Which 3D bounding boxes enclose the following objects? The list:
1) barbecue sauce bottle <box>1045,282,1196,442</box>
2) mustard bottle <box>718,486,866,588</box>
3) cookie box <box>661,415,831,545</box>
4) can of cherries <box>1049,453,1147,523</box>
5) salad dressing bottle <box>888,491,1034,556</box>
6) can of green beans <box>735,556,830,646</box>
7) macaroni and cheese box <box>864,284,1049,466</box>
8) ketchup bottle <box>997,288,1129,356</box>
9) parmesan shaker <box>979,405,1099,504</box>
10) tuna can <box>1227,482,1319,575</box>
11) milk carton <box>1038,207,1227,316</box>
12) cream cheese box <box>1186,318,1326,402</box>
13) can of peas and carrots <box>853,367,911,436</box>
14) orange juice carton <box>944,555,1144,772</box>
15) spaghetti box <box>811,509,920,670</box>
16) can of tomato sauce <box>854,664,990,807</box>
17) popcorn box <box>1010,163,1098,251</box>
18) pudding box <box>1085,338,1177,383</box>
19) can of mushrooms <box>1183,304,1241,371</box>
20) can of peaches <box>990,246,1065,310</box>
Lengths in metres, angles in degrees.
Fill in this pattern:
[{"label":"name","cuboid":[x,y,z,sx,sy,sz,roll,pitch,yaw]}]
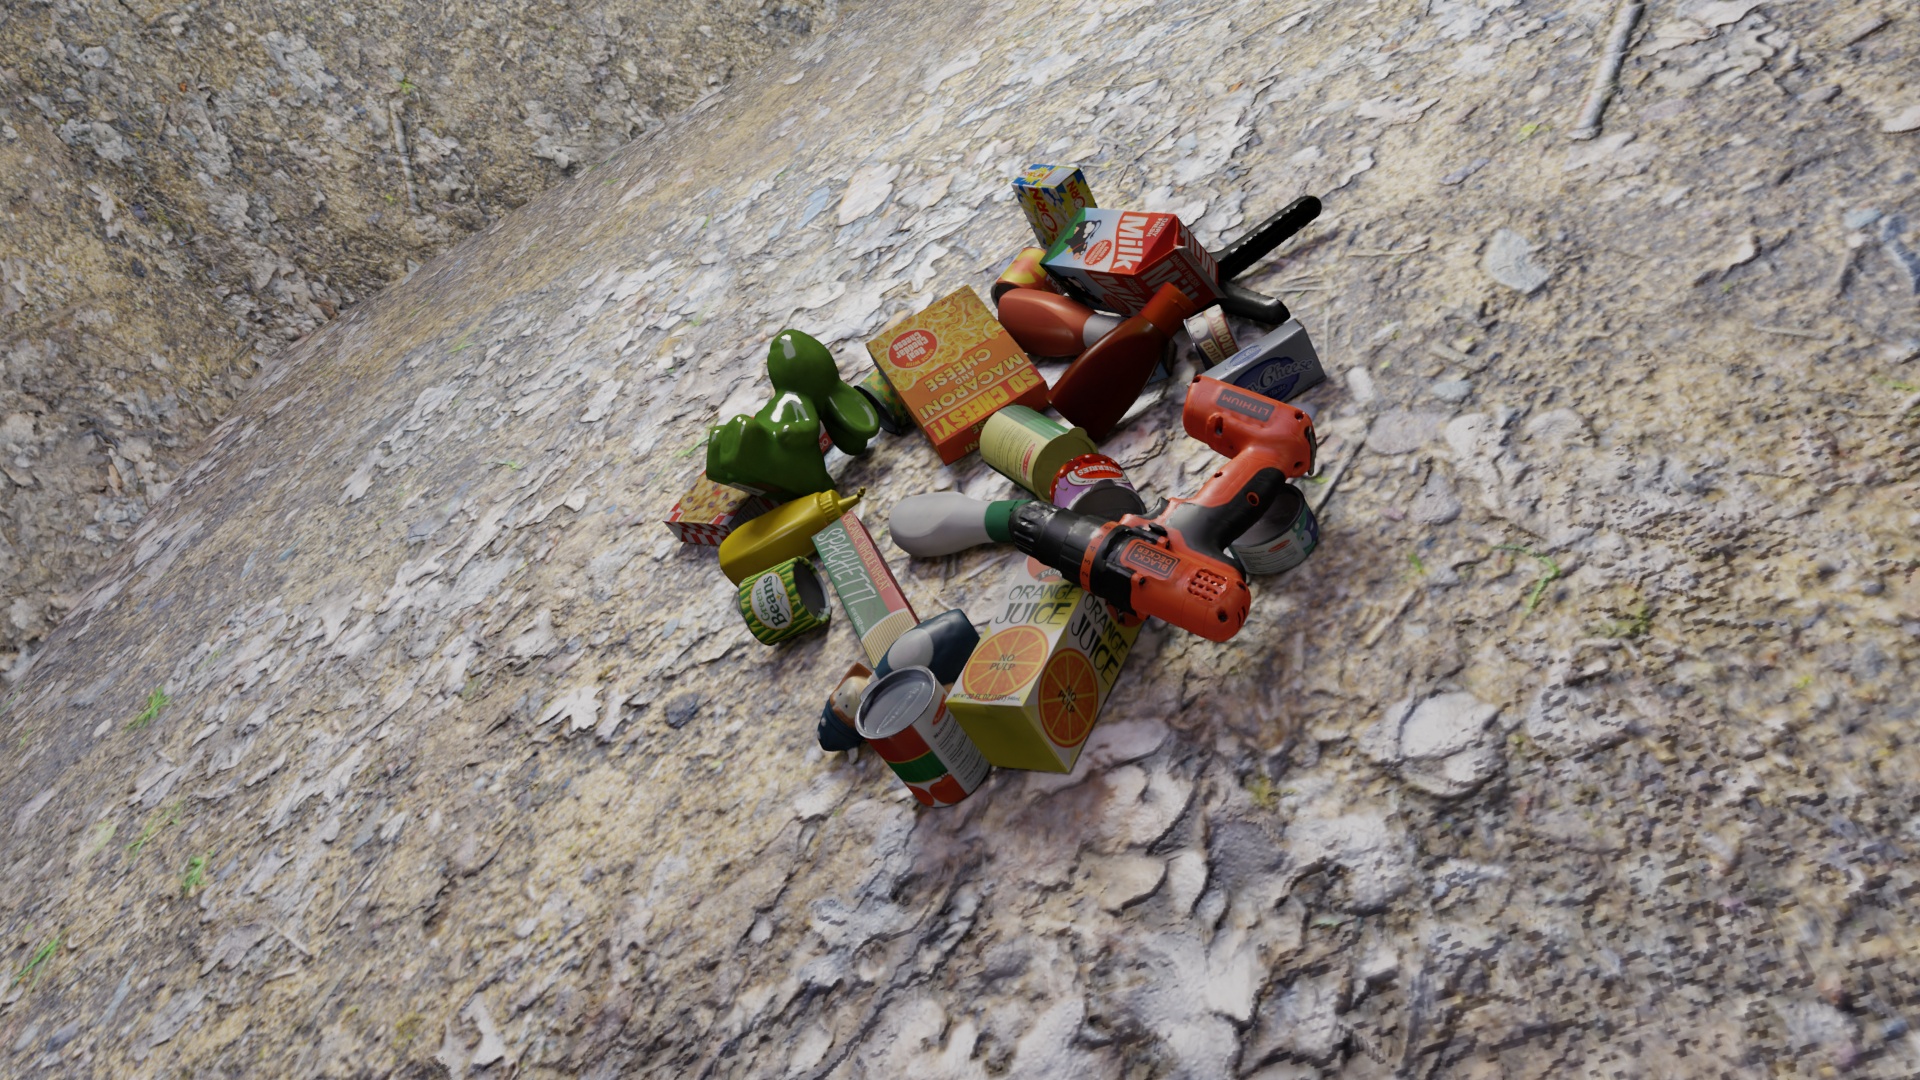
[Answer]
[{"label":"barbecue sauce bottle","cuboid":[0.145,-0.160,1.224,0.148,0.065,0.044,-48,15,7]},{"label":"mustard bottle","cuboid":[-0.158,-0.010,1.353,0.160,0.048,0.065,-27,32,12]},{"label":"cookie box","cuboid":[-0.228,-0.067,1.503,0.123,0.040,0.168,4,49,45]},{"label":"can of cherries","cuboid":[0.110,-0.031,1.110,0.071,0.071,0.058,-31,31,7]},{"label":"salad dressing bottle","cuboid":[0.004,-0.015,1.215,0.147,0.044,0.064,-1,43,41]},{"label":"can of green beans","cuboid":[-0.158,0.055,1.250,0.057,0.071,0.071,-23,34,18]},{"label":"macaroni and cheese box","cuboid":[-0.002,-0.164,1.363,0.124,0.040,0.167,-31,53,-4]},{"label":"ketchup bottle","cuboid":[0.103,-0.209,1.365,0.149,0.064,0.044,18,39,42]},{"label":"parmesan shaker","cuboid":[0.069,-0.078,1.212,0.071,0.071,0.103,-40,31,-8]},{"label":"tuna can","cuboid":[0.224,-0.010,1.011,0.071,0.032,0.071,-24,33,17]},{"label":"milk carton","cuboid":[0.166,-0.256,1.292,0.073,0.072,0.191,-55,35,-7]},{"label":"cream cheese box","cuboid":[0.242,-0.131,1.136,0.104,0.053,0.024,-31,30,7]},{"label":"can of peas and carrots","cuboid":[-0.067,-0.152,1.444,0.059,0.070,0.071,-44,32,-14]},{"label":"orange juice carton","cuboid":[0.073,0.069,1.010,0.071,0.072,0.194,-3,43,41]},{"label":"spaghetti box","cuboid":[-0.080,0.045,1.226,0.050,0.028,0.251,-34,32,0]},{"label":"can of tomato sauce","cuboid":[-0.028,0.141,0.997,0.071,0.083,0.071,-24,33,17]},{"label":"popcorn box","cuboid":[0.113,-0.326,1.447,0.038,0.126,0.085,-40,32,-15]},{"label":"pudding box","cuboid":[0.155,-0.164,1.284,0.083,0.030,0.050,-15,37,29]},{"label":"can of mushrooms","cuboid":[0.220,-0.166,1.188,0.033,0.071,0.071,-24,33,16]},{"label":"can of peaches","cuboid":[0.075,-0.265,1.459,0.071,0.071,0.058,7,51,48]}]
